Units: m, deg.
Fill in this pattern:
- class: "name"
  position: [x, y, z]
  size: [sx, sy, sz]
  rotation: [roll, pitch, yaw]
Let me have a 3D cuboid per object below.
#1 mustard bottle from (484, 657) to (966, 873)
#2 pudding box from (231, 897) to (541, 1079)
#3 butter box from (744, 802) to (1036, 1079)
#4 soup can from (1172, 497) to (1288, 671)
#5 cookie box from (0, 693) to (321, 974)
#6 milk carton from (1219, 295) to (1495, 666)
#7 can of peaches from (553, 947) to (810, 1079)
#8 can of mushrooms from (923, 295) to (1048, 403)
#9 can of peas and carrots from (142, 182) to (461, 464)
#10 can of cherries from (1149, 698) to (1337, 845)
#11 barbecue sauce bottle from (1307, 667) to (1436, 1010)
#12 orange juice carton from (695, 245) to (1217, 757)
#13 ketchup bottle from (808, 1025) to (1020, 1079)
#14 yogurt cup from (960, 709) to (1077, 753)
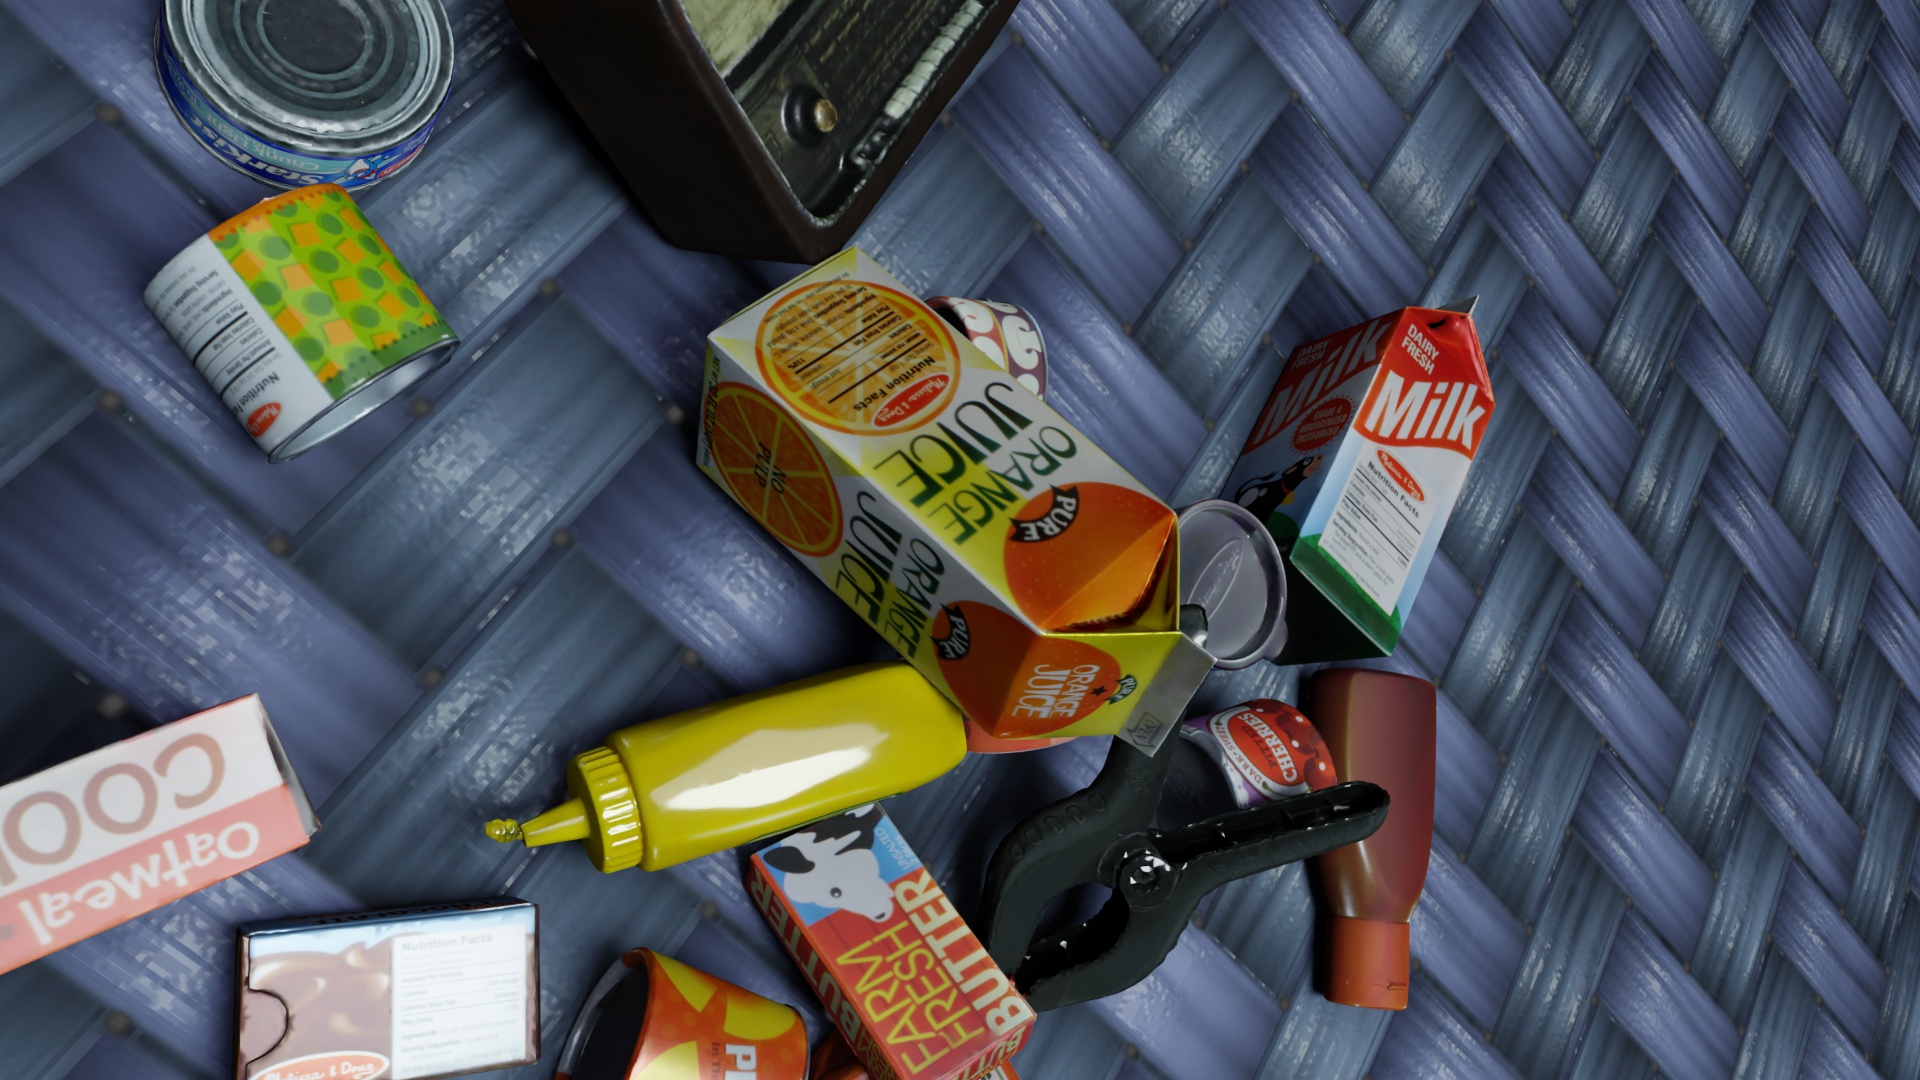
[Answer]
- class: "mustard bottle"
  position: [-0.078, 0.079, 0.468]
  size: [0.161, 0.065, 0.049]
  rotation: [-13, 86, -28]
- class: "pudding box"
  position: [-0.171, 0.136, 0.415]
  size: [0.084, 0.030, 0.049]
  rotation: [2, 81, -32]
- class: "butter box"
  position: [-0.026, 0.141, 0.477]
  size: [0.053, 0.024, 0.104]
  rotation: [-21, 55, -33]
- class: "soup can"
  position: [0.081, 0.024, 0.565]
  size: [0.071, 0.083, 0.071]
  rotation: [6, 78, -31]
- class: "cookie box"
  position: [-0.248, 0.086, 0.320]
  size: [0.168, 0.122, 0.040]
  rotation: [-22, 95, -34]
- class: "milk carton"
  position: [0.186, -0.040, 0.652]
  size: [0.073, 0.072, 0.191]
  rotation: [41, 63, -20]
- class: "can of peaches"
  position: [-0.089, 0.170, 0.437]
  size: [0.058, 0.071, 0.071]
  rotation: [31, 66, -23]
- class: "can of mushrooms"
  position: [0.002, -0.064, 0.543]
  size: [0.033, 0.071, 0.071]
  rotation: [0, 81, -32]
- class: "can of peas and carrots"
  position: [-0.195, -0.066, 0.418]
  size: [0.071, 0.071, 0.058]
  rotation: [-42, 103, -31]
- class: "can of cherries"
  position: [0.115, 0.102, 0.580]
  size: [0.058, 0.071, 0.071]
  rotation: [-11, 87, -34]
- class: "barbecue sauce bottle"
  position: [0.188, 0.135, 0.637]
  size: [0.065, 0.043, 0.149]
  rotation: [13, 75, -30]
- class: "orange juice carton"
  position: [0.002, -0.006, 0.470]
  size: [0.193, 0.071, 0.073]
  rotation: [41, 56, 15]
- class: "ketchup bottle"
  position: [0.007, 0.231, 0.503]
  size: [0.065, 0.043, 0.148]
  rotation: [-38, 102, -31]
- class: "yogurt cup"
  position: [0.020, 0.049, 0.535]
  size: [0.072, 0.072, 0.054]
  rotation: [-11, 95, -34]
